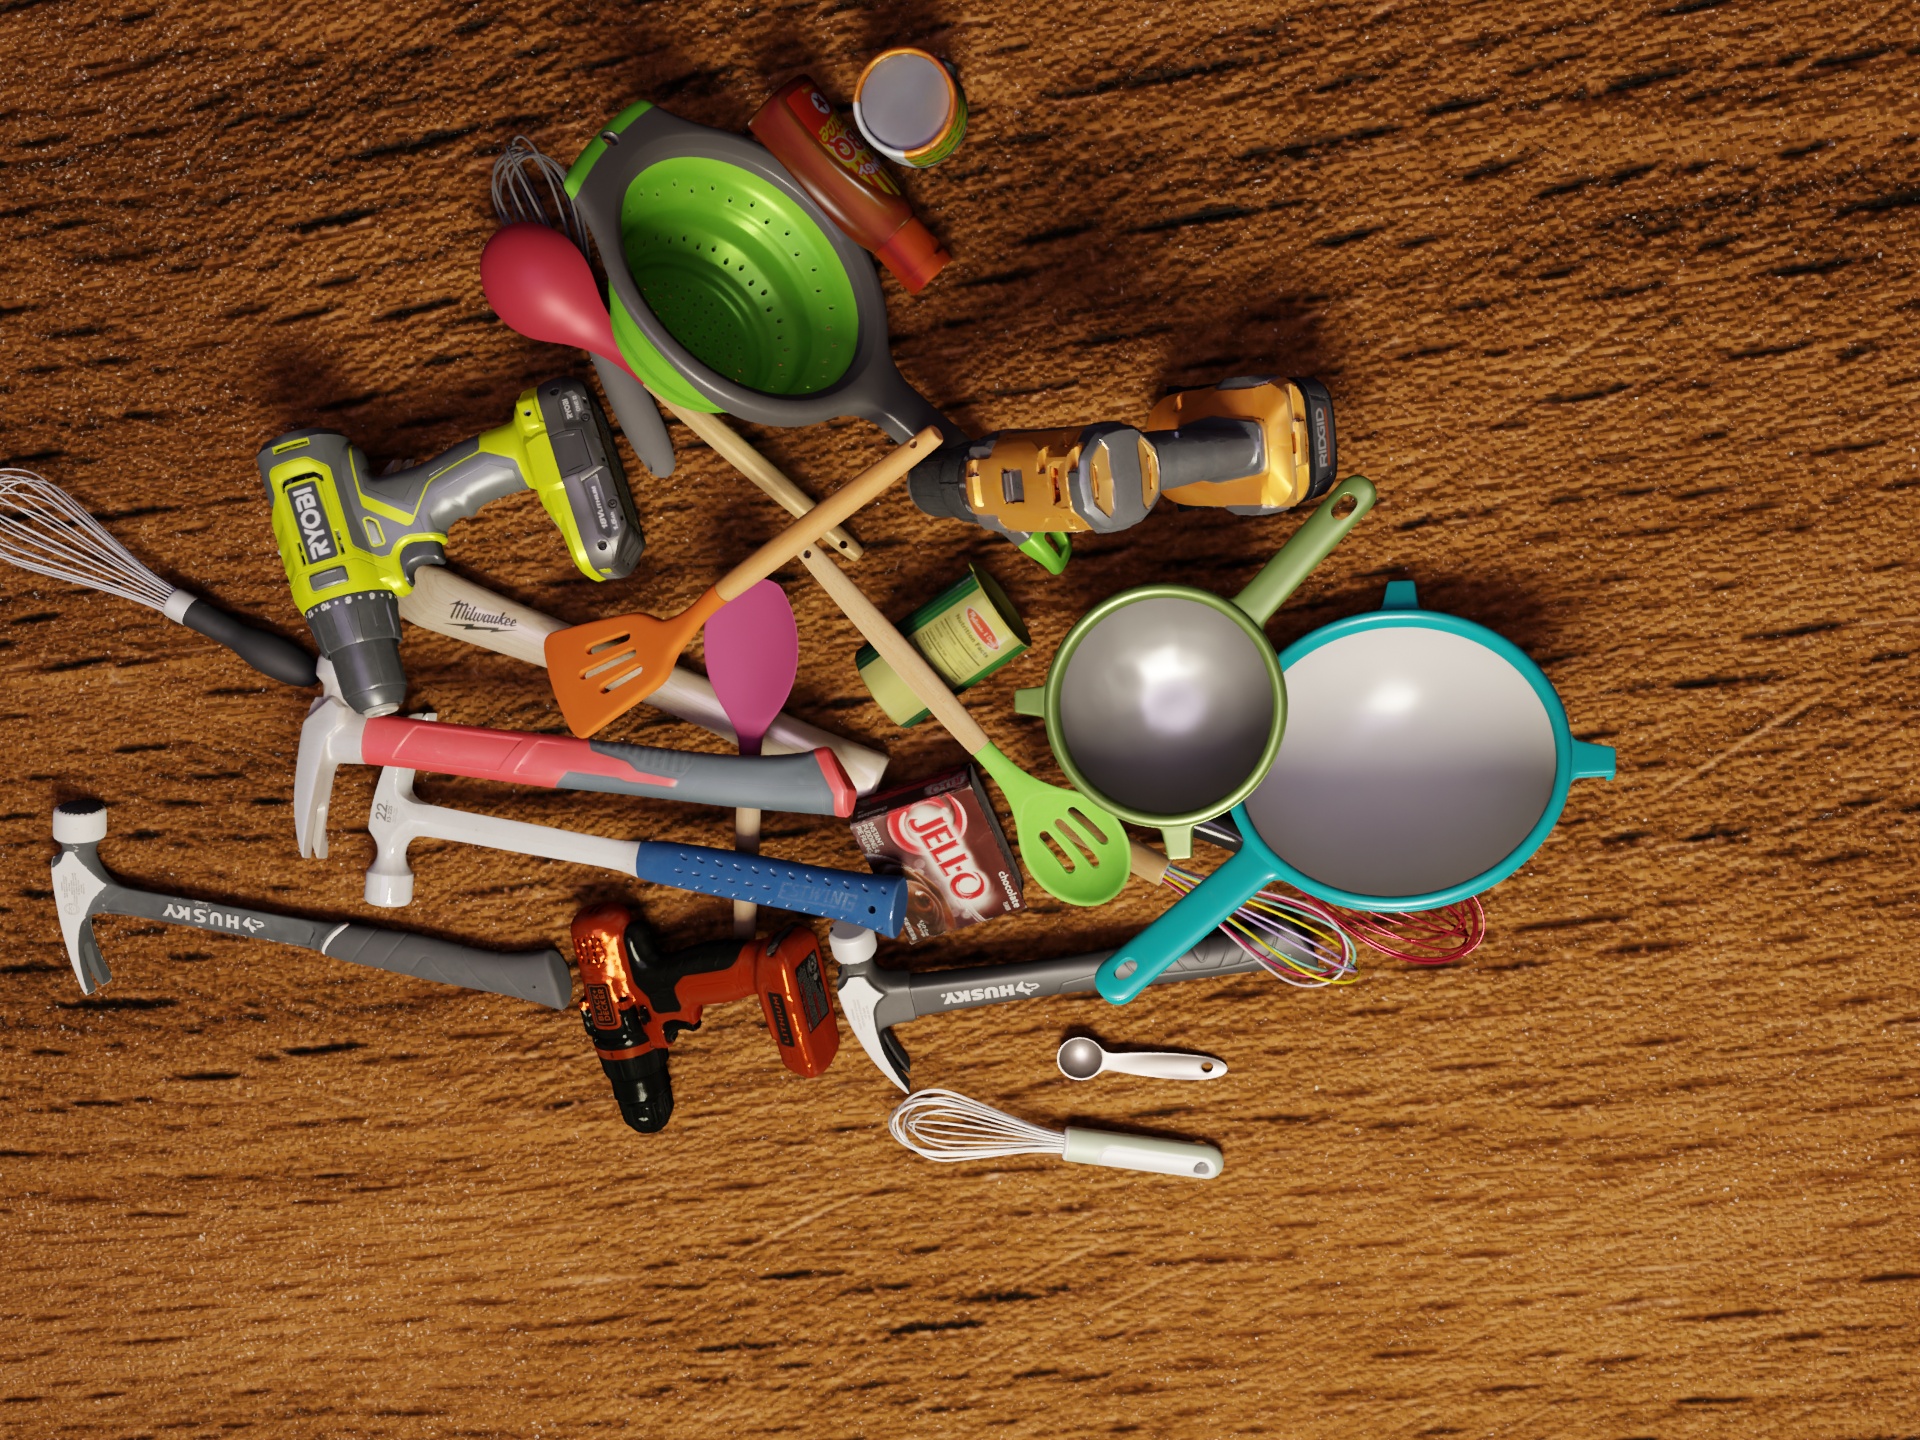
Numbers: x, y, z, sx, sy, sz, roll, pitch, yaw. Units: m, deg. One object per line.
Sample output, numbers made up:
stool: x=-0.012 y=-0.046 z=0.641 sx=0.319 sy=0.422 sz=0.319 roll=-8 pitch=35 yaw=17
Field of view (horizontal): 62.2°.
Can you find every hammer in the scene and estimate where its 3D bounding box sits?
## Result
hammer: x=-0.241 y=-0.046 z=1.123 sx=0.410 sy=0.038 sz=0.146 roll=22 pitch=103 yaw=2
hammer: x=-0.263 y=0.044 z=1.079 sx=0.386 sy=0.038 sz=0.143 roll=6 pitch=86 yaw=8
hammer: x=-0.494 y=0.167 z=1.206 sx=0.409 sy=0.036 sz=0.149 roll=10 pitch=105 yaw=5
hammer: x=0.083 y=0.182 z=1.122 sx=0.335 sy=0.035 sz=0.146 roll=-8 pitch=121 yaw=4
hammer: x=-0.234 y=0.090 z=1.116 sx=0.405 sy=0.035 sz=0.144 roll=8 pitch=95 yaw=14

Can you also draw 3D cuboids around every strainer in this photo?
strainer: x=0.231 y=0.080 z=1.019 sx=0.340 sy=0.095 sz=0.211 roll=-39 pitch=55 yaw=-2
strainer: x=0.167 y=-0.048 z=0.993 sx=0.151 sy=0.069 sz=0.256 roll=44 pitch=100 yaw=13

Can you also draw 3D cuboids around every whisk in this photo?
whisk: x=0.069 y=0.307 z=1.159 sx=0.246 sy=0.059 sz=0.057 roll=7 pitch=116 yaw=1
whisk: x=0.215 y=0.091 z=1.087 sx=0.296 sy=0.073 sz=0.073 roll=23 pitch=105 yaw=8
whisk: x=-0.248 y=-0.274 z=1.067 sx=0.055 sy=0.055 sz=0.239 roll=-21 pitch=104 yaw=12
whisk: x=-0.592 y=-0.098 z=1.149 sx=0.284 sy=0.070 sz=0.070 roll=29 pitch=105 yaw=-4
whisk: x=0.158 y=0.113 z=1.076 sx=0.245 sy=0.047 sz=0.051 roll=27 pitch=149 yaw=18

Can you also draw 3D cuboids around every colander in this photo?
colander: x=-0.094 y=-0.215 z=1.034 sx=0.396 sy=0.205 sz=0.094 roll=39 pitch=140 yaw=-18

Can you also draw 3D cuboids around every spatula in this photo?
spatula: x=-0.140 y=-0.095 z=1.012 sx=0.322 sy=0.041 sz=0.081 roll=-32 pitch=70 yaw=27

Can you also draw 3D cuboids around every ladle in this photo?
ladle: x=-0.186 y=-0.210 z=1.056 sx=0.315 sy=0.031 sz=0.069 roll=40 pitch=104 yaw=-15

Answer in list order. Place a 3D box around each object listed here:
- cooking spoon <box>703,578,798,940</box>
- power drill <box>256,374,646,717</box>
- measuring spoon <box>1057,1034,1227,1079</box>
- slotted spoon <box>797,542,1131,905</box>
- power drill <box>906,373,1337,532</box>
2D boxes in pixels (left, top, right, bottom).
cooking spoon: x=-0.147 y=0.048 z=1.108 sx=0.069 sy=0.017 sz=0.318 roll=13 pitch=117 yaw=14
power drill: x=-0.334 y=-0.120 z=1.058 sx=0.228 sy=0.080 sz=0.190 roll=-18 pitch=86 yaw=-2
measuring spoon: x=0.132 y=0.246 z=1.155 sx=0.124 sy=0.018 sz=0.034 roll=5 pitch=107 yaw=-1
slotted spoon: x=-0.002 y=-0.003 z=1.040 sx=0.070 sy=0.031 sz=0.313 roll=-40 pitch=97 yaw=15
power drill: x=0.094 y=-0.157 z=0.969 sx=0.185 sy=0.226 sz=0.084 roll=8 pitch=109 yaw=51
